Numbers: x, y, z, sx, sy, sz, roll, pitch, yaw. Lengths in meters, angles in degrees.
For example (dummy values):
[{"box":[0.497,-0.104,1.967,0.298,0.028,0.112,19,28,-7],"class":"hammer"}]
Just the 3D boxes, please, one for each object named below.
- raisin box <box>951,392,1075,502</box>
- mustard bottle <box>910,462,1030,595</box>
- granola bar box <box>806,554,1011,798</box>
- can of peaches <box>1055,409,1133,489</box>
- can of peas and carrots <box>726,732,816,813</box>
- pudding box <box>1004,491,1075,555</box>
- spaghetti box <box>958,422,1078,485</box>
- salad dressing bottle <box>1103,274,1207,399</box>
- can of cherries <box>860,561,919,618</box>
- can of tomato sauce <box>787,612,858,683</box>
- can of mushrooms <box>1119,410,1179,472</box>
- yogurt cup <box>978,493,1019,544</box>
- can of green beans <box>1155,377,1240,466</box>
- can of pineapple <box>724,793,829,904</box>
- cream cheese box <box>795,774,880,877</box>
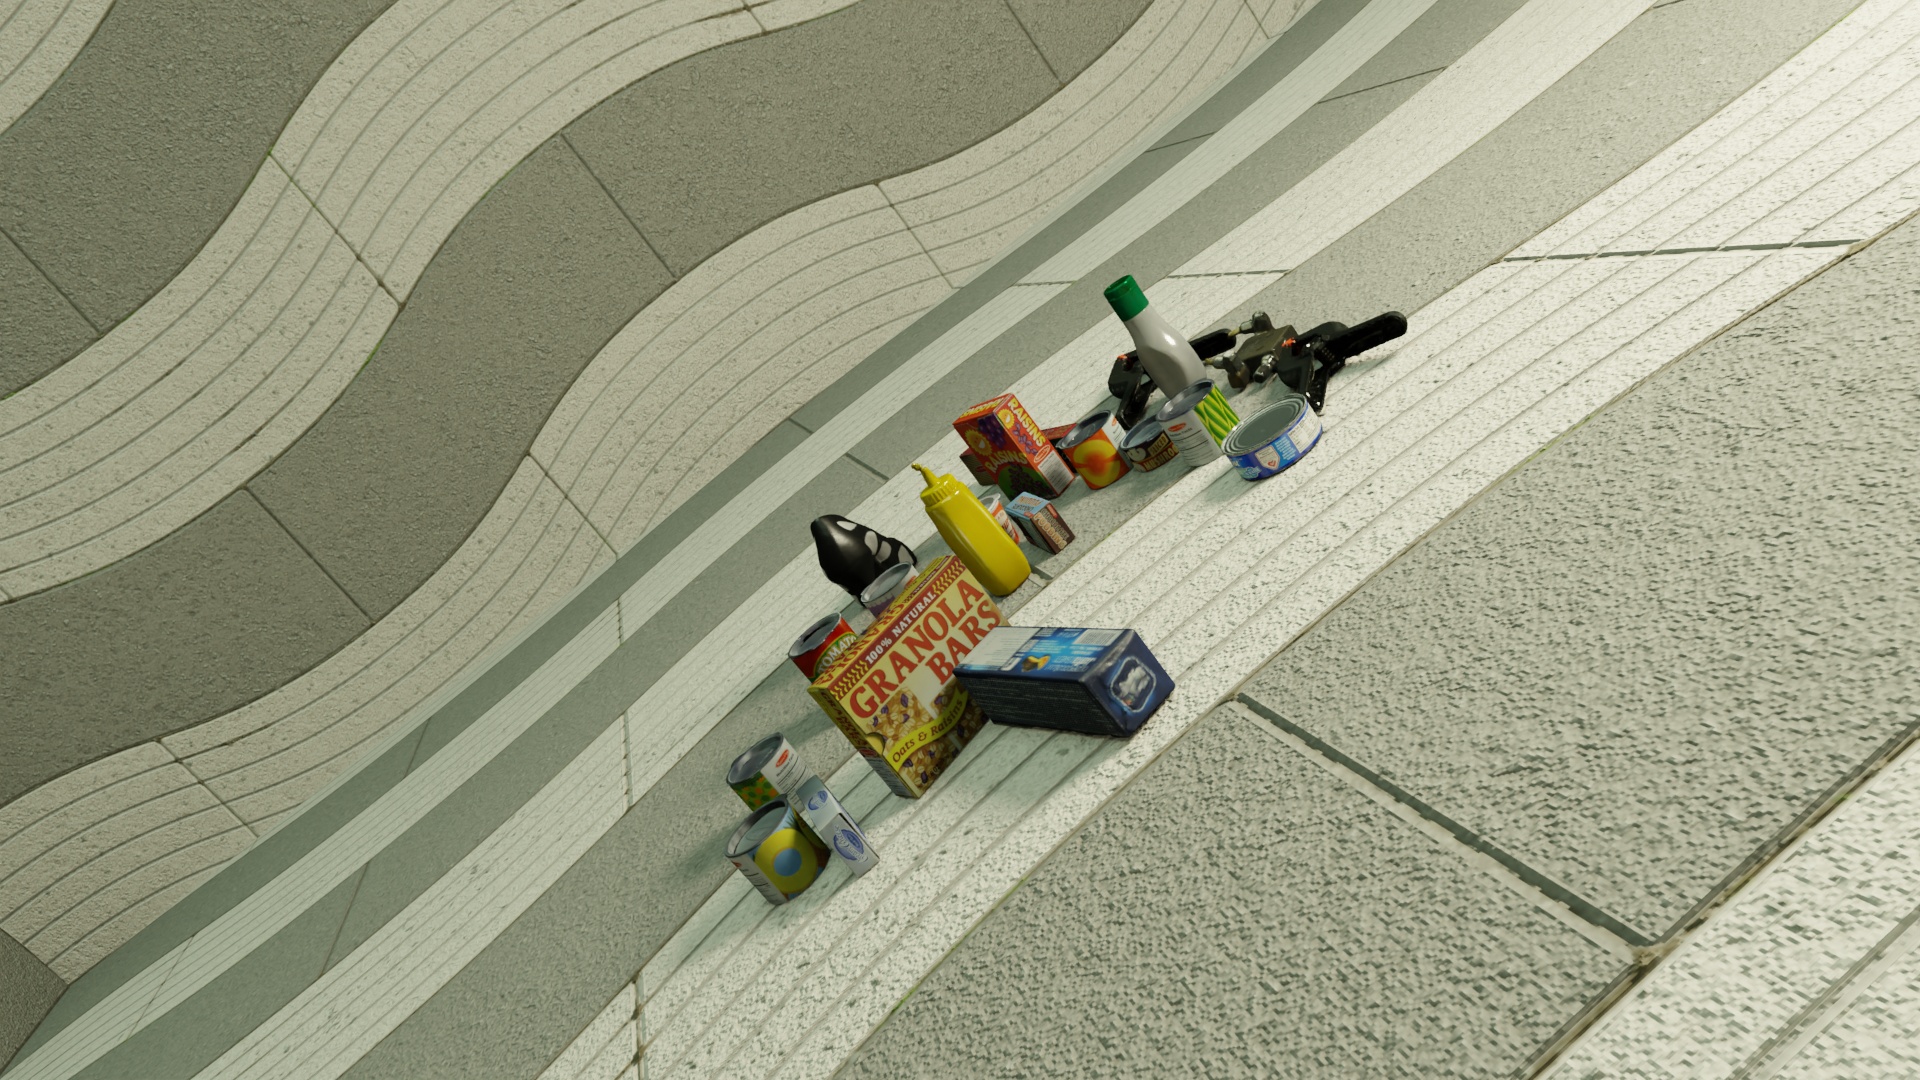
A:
[{"box":[0.058,-0.099,1.550,0.040,0.123,0.086,-46,18,-28],"class":"raisin box"},{"box":[0.005,-0.017,1.372,0.049,0.160,0.065,-43,17,-17],"class":"mustard bottle"},{"box":[-0.028,0.111,1.153,0.166,0.124,0.039,-46,18,-27],"class":"granola bar box"},{"box":[0.146,-0.095,1.472,0.071,0.058,0.071,-34,16,12],"class":"can of peaches"},{"box":[-0.173,0.221,1.275,0.071,0.058,0.071,-34,16,12],"class":"can of peas and carrots"},{"box":[0.080,-0.018,1.415,0.030,0.049,0.084,-40,16,-7],"class":"pudding box"},{"box":[0.078,-0.099,1.640,0.029,0.050,0.249,-44,18,-22],"class":"spaghetti box"},{"box":[0.212,-0.221,1.519,0.044,0.147,0.064,-45,18,-25],"class":"salad dressing bottle"},{"box":[-0.063,0.065,1.472,0.071,0.058,0.072,-34,16,12],"class":"can of cherries"},{"box":[-0.120,0.125,1.384,0.071,0.083,0.071,-34,16,12],"class":"can of tomato sauce"},{"box":[0.199,-0.102,1.422,0.071,0.033,0.071,-34,16,12],"class":"can of mushrooms"},{"box":[0.026,-0.007,1.490,0.072,0.054,0.072,-34,16,12],"class":"yogurt cup"},{"box":[0.232,-0.113,1.342,0.071,0.057,0.071,-34,16,12],"class":"can of green beans"},{"box":[-0.148,0.253,1.137,0.071,0.057,0.071,-34,16,12],"class":"can of pineapple"},{"box":[-0.099,0.227,1.112,0.024,0.053,0.104,-40,16,-8],"class":"cream cheese box"}]
